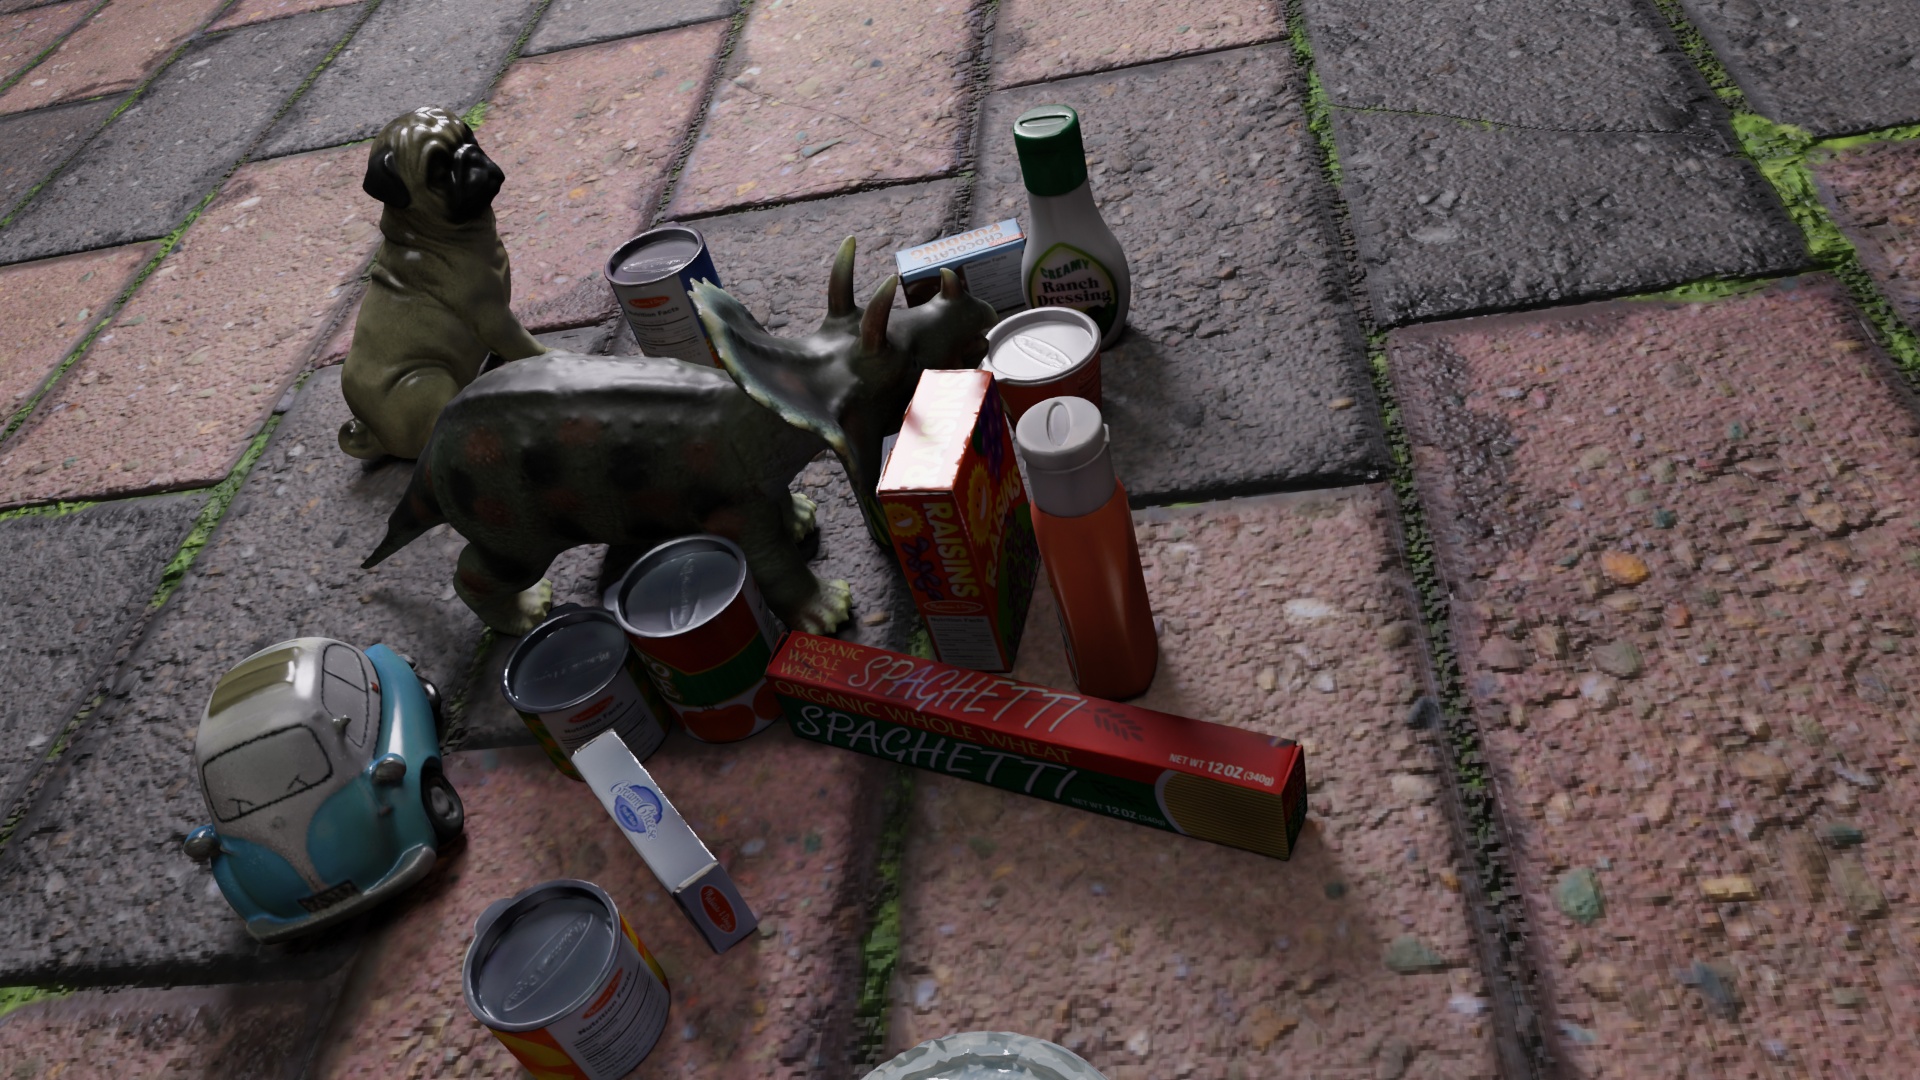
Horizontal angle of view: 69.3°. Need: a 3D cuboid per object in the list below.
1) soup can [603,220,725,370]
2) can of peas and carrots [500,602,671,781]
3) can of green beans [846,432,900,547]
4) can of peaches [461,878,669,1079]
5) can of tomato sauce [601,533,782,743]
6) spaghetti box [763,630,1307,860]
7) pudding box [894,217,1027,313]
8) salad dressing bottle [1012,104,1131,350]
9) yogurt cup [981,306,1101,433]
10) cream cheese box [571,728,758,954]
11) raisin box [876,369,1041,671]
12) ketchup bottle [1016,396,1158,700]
[{"bbox_3d":[-0.184,-0.154,0.906,0.071,0.083,0.072,-9,43,9],"label":"soup can"},{"bbox_3d":[-0.184,0.074,0.687,0.071,0.058,0.071,-9,43,9],"label":"can of peas and carrots"},{"bbox_3d":[-0.028,-0.038,0.754,0.071,0.057,0.071,-9,43,9],"label":"can of green beans"},{"bbox_3d":[-0.161,0.182,0.569,0.071,0.057,0.071,-9,43,9],"label":"can of peaches"},{"bbox_3d":[-0.125,0.049,0.677,0.071,0.082,0.071,-9,43,9],"label":"can of tomato sauce"},{"bbox_3d":[0.026,0.087,0.614,0.250,0.050,0.029,10,49,26],"label":"spaghetti box"},{"bbox_3d":[0.004,-0.168,0.886,0.084,0.049,0.030,-17,43,0],"label":"pudding box"},{"bbox_3d":[0.061,-0.178,0.805,0.064,0.147,0.044,-2,45,16],"label":"salad dressing bottle"},{"bbox_3d":[0.050,-0.092,0.789,0.072,0.053,0.073,-9,43,9],"label":"yogurt cup"},{"bbox_3d":[-0.132,0.132,0.615,0.024,0.053,0.104,-36,46,-19],"label":"cream cheese box"},{"bbox_3d":[0.002,-0.008,0.666,0.040,0.122,0.086,1,46,19],"label":"raisin box"},{"bbox_3d":[0.057,0.003,0.618,0.043,0.148,0.065,-9,43,10],"label":"ketchup bottle"}]
